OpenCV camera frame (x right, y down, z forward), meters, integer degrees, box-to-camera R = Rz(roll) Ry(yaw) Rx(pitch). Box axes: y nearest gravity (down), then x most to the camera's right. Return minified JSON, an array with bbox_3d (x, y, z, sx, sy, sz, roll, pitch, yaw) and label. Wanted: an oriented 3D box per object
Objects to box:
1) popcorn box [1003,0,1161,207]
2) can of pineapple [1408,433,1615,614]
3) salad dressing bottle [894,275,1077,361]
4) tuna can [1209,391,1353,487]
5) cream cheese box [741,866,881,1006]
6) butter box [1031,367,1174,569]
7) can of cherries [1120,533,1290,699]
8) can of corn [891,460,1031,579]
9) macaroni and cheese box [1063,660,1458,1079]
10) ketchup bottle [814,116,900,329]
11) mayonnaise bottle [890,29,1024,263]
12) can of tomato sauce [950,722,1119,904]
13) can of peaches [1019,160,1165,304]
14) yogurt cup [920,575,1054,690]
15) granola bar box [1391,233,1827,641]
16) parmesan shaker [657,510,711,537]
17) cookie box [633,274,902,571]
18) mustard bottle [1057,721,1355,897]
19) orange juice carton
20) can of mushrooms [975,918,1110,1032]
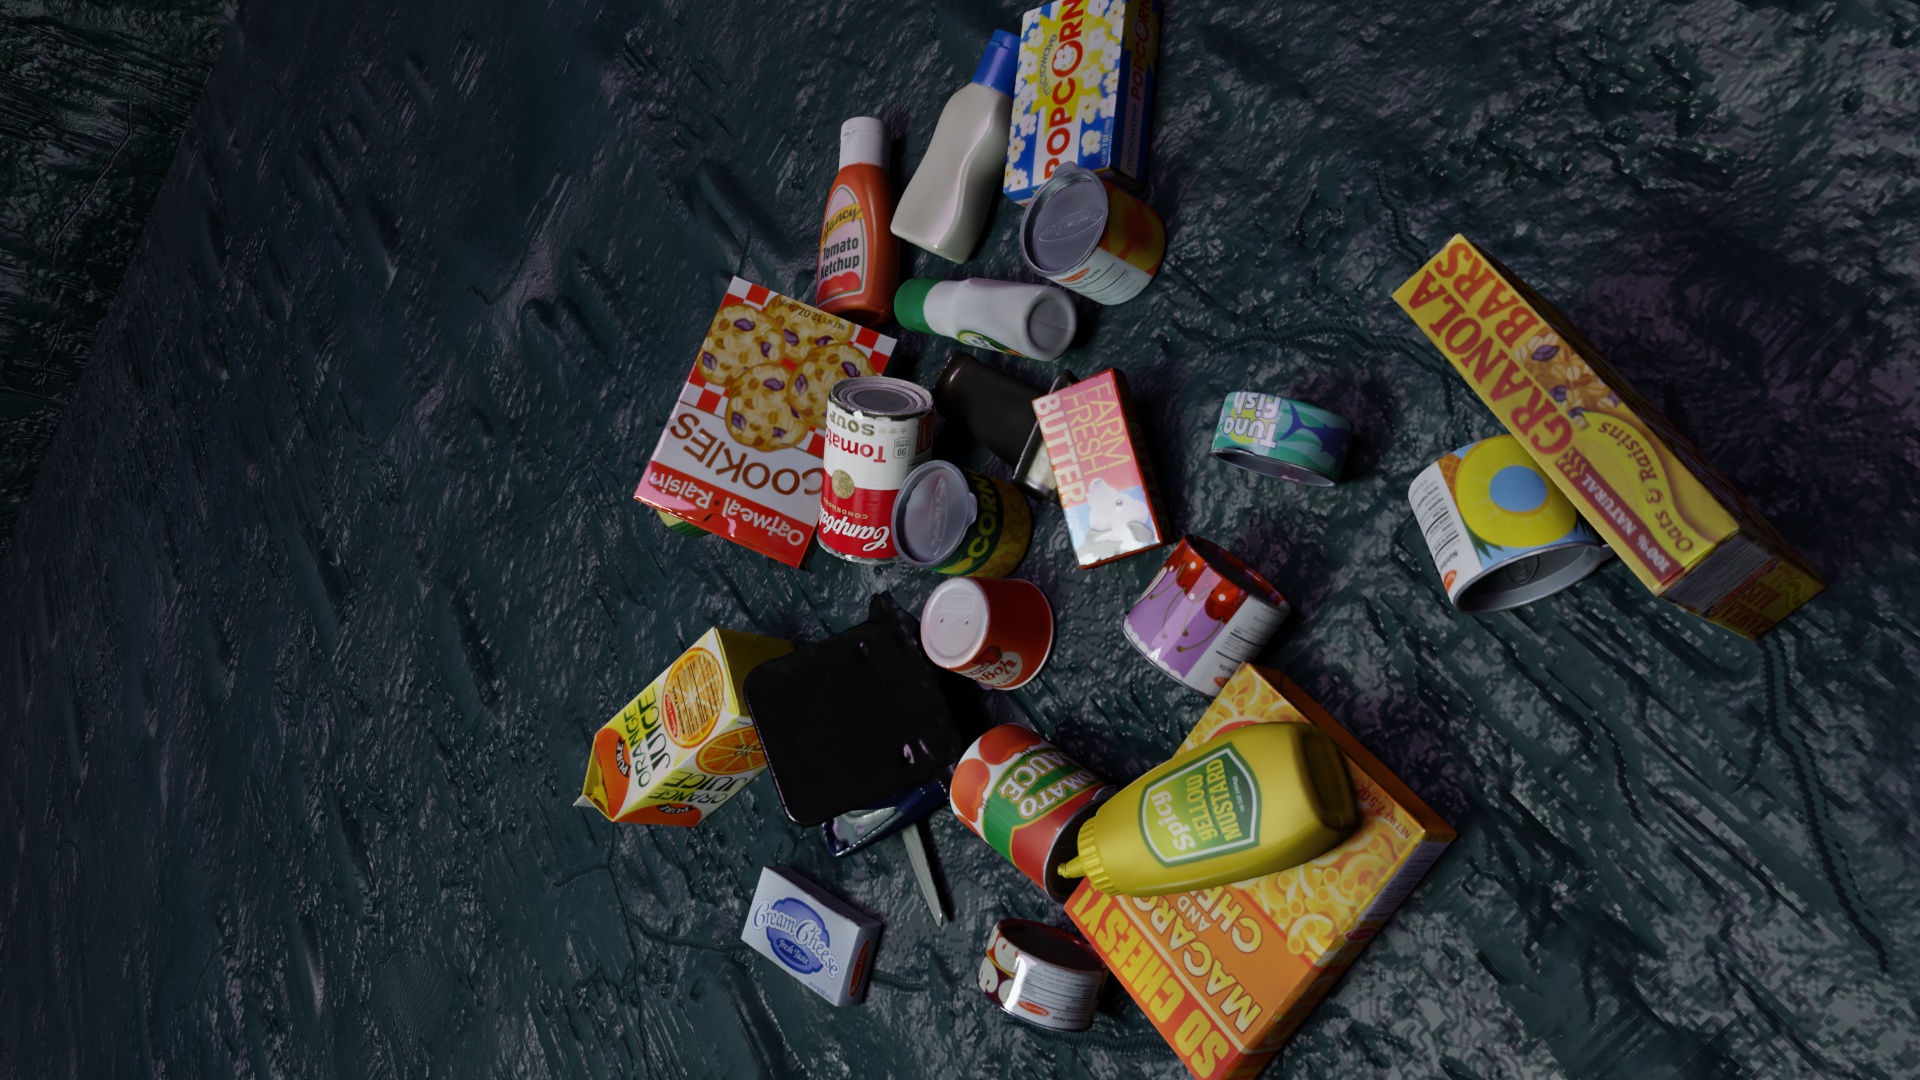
[{"bbox_3d":[0.075,-0.274,0.862,0.085,0.038,0.127,-2,78,44],"label":"popcorn box"},{"bbox_3d":[0.241,-0.007,0.613,0.070,0.071,0.058,-33,58,34],"label":"can of pineapple"},{"bbox_3d":[0.012,-0.143,0.876,0.148,0.064,0.044,21,101,53],"label":"salad dressing bottle"},{"bbox_3d":[0.160,-0.051,0.697,0.071,0.071,0.033,14,88,45],"label":"tuna can"},{"bbox_3d":[-0.096,0.253,0.894,0.104,0.024,0.053,16,89,45],"label":"cream cheese box"},{"bbox_3d":[0.080,-0.040,0.780,0.053,0.024,0.103,-18,82,27],"label":"butter box"},{"bbox_3d":[0.124,0.037,0.711,0.058,0.071,0.072,-57,48,17],"label":"can of cherries"},{"bbox_3d":[0.003,-0.011,0.846,0.071,0.058,0.071,-14,70,41],"label":"can of corn"},{"bbox_3d":[0.141,0.163,0.680,0.166,0.040,0.124,-57,47,16],"label":"macaroni and cheese box"},{"bbox_3d":[-0.070,-0.225,0.985,0.064,0.043,0.149,-10,72,42],"label":"ketchup bottle"},{"bbox_3d":[0.008,-0.262,0.923,0.065,0.041,0.148,33,101,42],"label":"mayonnaise bottle"},{"bbox_3d":[0.044,0.145,0.757,0.083,0.071,0.071,31,101,44],"label":"can of tomato sauce"},{"bbox_3d":[0.078,-0.181,0.820,0.071,0.058,0.071,-14,69,42],"label":"can of peaches"},{"bbox_3d":[0.014,0.052,0.822,0.072,0.054,0.072,-14,69,40],"label":"yogurt cup"},{"bbox_3d":[0.261,-0.042,0.560,0.039,0.124,0.166,-46,52,25],"label":"granola bar box"},{"bbox_3d":[-0.169,-0.048,1.016,0.103,0.071,0.071,-18,67,41],"label":"parmesan shaker"},{"bbox_3d":[-0.129,-0.079,0.938,0.123,0.040,0.167,22,83,6],"label":"cookie box"},{"bbox_3d":[0.105,0.137,0.656,0.159,0.049,0.065,-31,57,33],"label":"mustard bottle"},{"bbox_3d":[-0.194,0.145,0.984,0.192,0.072,0.073,-40,54,29],"label":"orange juice carton"},{"bbox_3d":[0.043,0.229,0.738,0.071,0.071,0.033,21,95,45],"label":"can of mushrooms"}]
